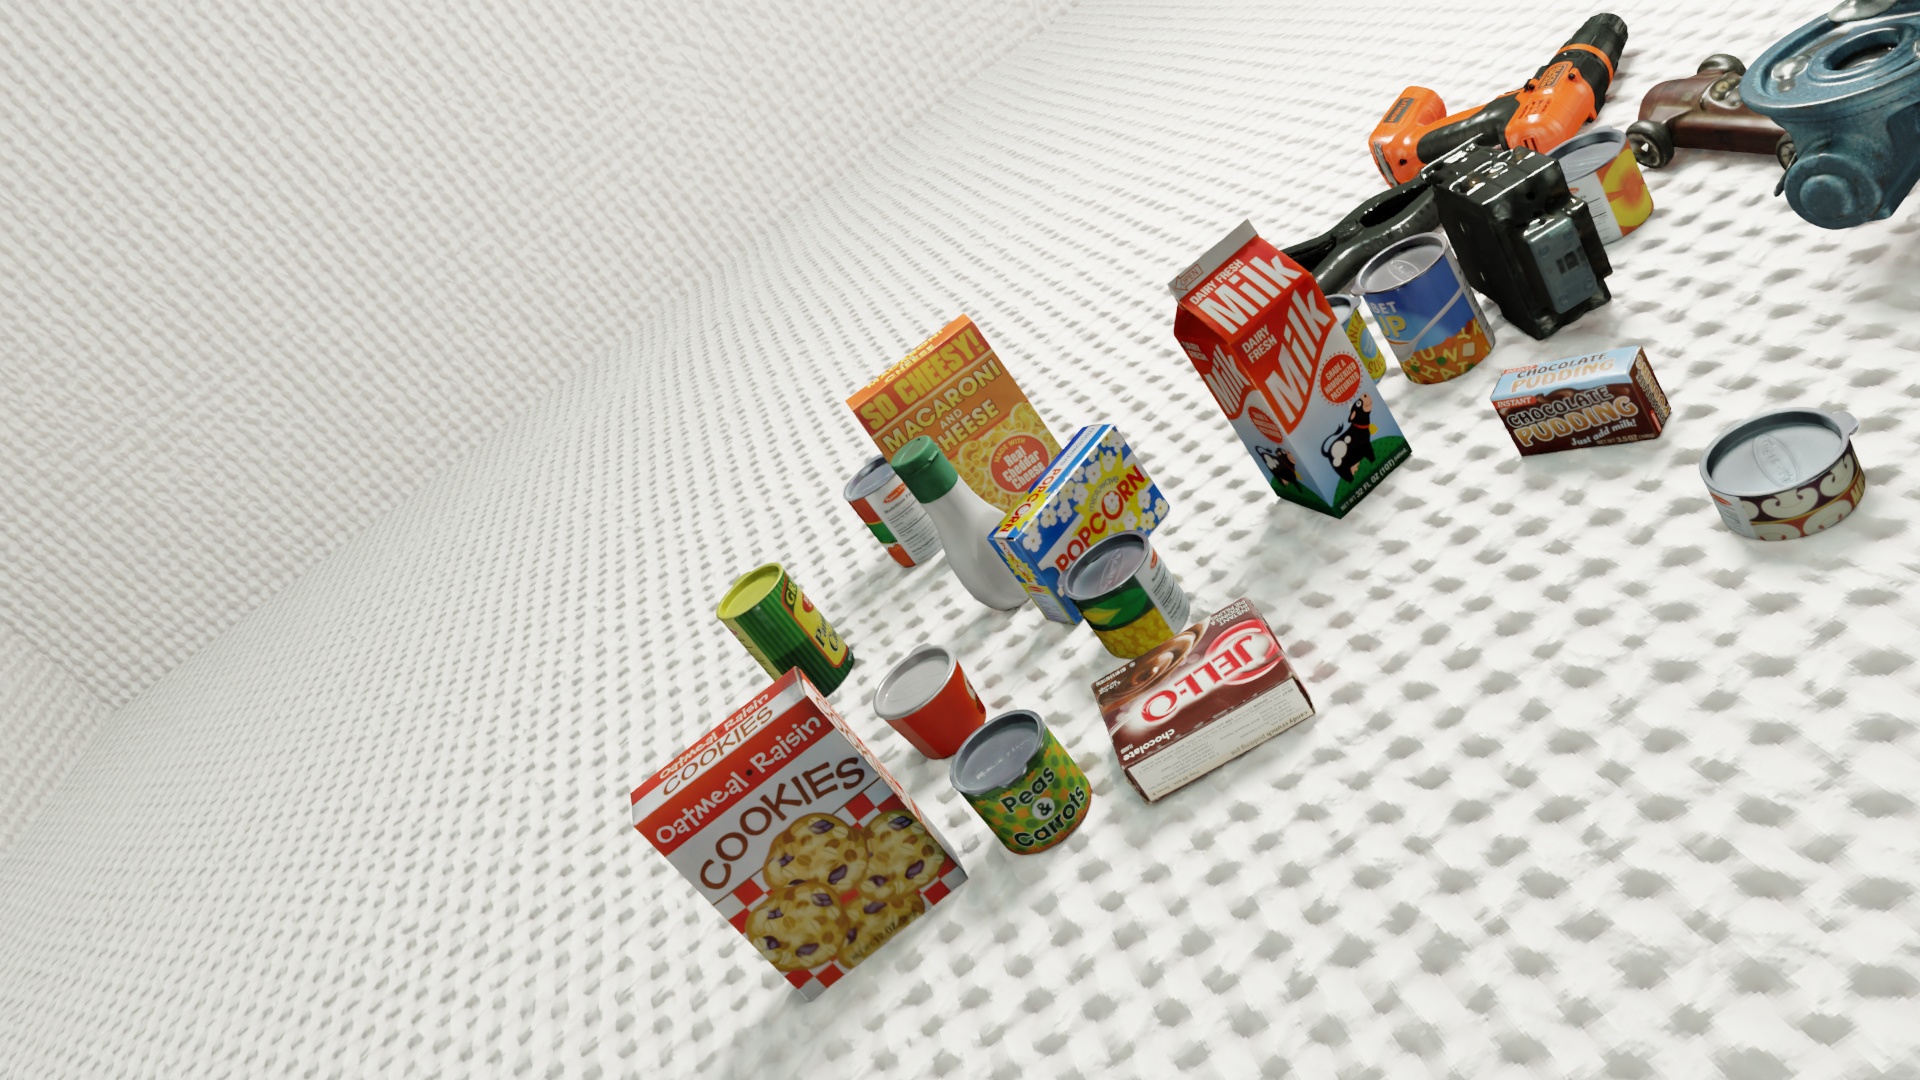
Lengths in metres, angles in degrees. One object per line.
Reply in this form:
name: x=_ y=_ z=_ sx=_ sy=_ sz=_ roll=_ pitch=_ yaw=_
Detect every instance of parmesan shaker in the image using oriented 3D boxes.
parmesan shaker: x=-0.142 y=0.076 z=1.135 sx=0.071 sy=0.103 sz=0.071 roll=-30 pitch=25 yaw=16

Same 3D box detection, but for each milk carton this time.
milk carton: x=0.206 y=-0.111 z=0.900 sx=0.072 sy=0.190 sz=0.073 roll=-41 pitch=24 yaw=-8

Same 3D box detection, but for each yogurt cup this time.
yogurt cup: x=-0.019 y=0.114 z=0.963 sx=0.072 sy=0.054 sz=0.073 roll=-30 pitch=25 yaw=16

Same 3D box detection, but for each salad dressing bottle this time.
salad dressing bottle: x=0.004 y=-0.013 z=1.046 sx=0.044 sy=0.147 sz=0.064 roll=-9 pitch=36 yaw=46

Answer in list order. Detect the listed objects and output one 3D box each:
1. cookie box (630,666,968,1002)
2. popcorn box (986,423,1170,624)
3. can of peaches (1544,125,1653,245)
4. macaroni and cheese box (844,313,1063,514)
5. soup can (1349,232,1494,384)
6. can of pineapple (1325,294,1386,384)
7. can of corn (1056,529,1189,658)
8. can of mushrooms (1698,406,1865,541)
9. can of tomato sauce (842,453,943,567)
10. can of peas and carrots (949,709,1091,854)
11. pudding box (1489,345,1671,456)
cookie box: x=-0.093 y=0.174 z=0.819 sx=0.123 sy=0.167 sz=0.040 roll=-38 pitch=24 yaw=-1
popcorn box: x=0.088 y=-0.013 z=1.010 sx=0.127 sy=0.085 sz=0.038 roll=-49 pitch=27 yaw=-25
can of peaches: x=0.449 y=-0.250 z=0.984 sx=0.071 sy=0.058 sz=0.071 roll=-30 pitch=25 yaw=16
macaroni and cheese box: x=0.002 y=-0.085 z=1.153 sx=0.124 sy=0.166 sz=0.040 roll=-37 pitch=24 yaw=0
soup can: x=0.320 y=-0.158 z=0.962 sx=0.071 sy=0.083 sz=0.072 roll=-30 pitch=25 yaw=16
can of pineapple: x=0.273 y=-0.139 z=1.021 sx=0.071 sy=0.057 sz=0.071 roll=-30 pitch=25 yaw=16
can of corn: x=0.109 y=0.037 z=0.926 sx=0.071 sy=0.058 sz=0.071 roll=-30 pitch=25 yaw=16
can of mushrooms: x=0.408 y=-0.034 z=0.685 sx=0.071 sy=0.033 sz=0.071 roll=-30 pitch=25 yaw=16
can of tomato sauce: x=-0.054 y=-0.028 z=1.227 sx=0.071 sy=0.083 sz=0.071 roll=-30 pitch=25 yaw=16
can of peas and carrots: x=0.037 y=0.145 z=0.828 sx=0.071 sy=0.058 sz=0.071 roll=-30 pitch=25 yaw=16
pudding box: x=0.361 y=-0.081 z=0.811 sx=0.083 sy=0.049 sz=0.030 roll=-7 pitch=38 yaw=48
